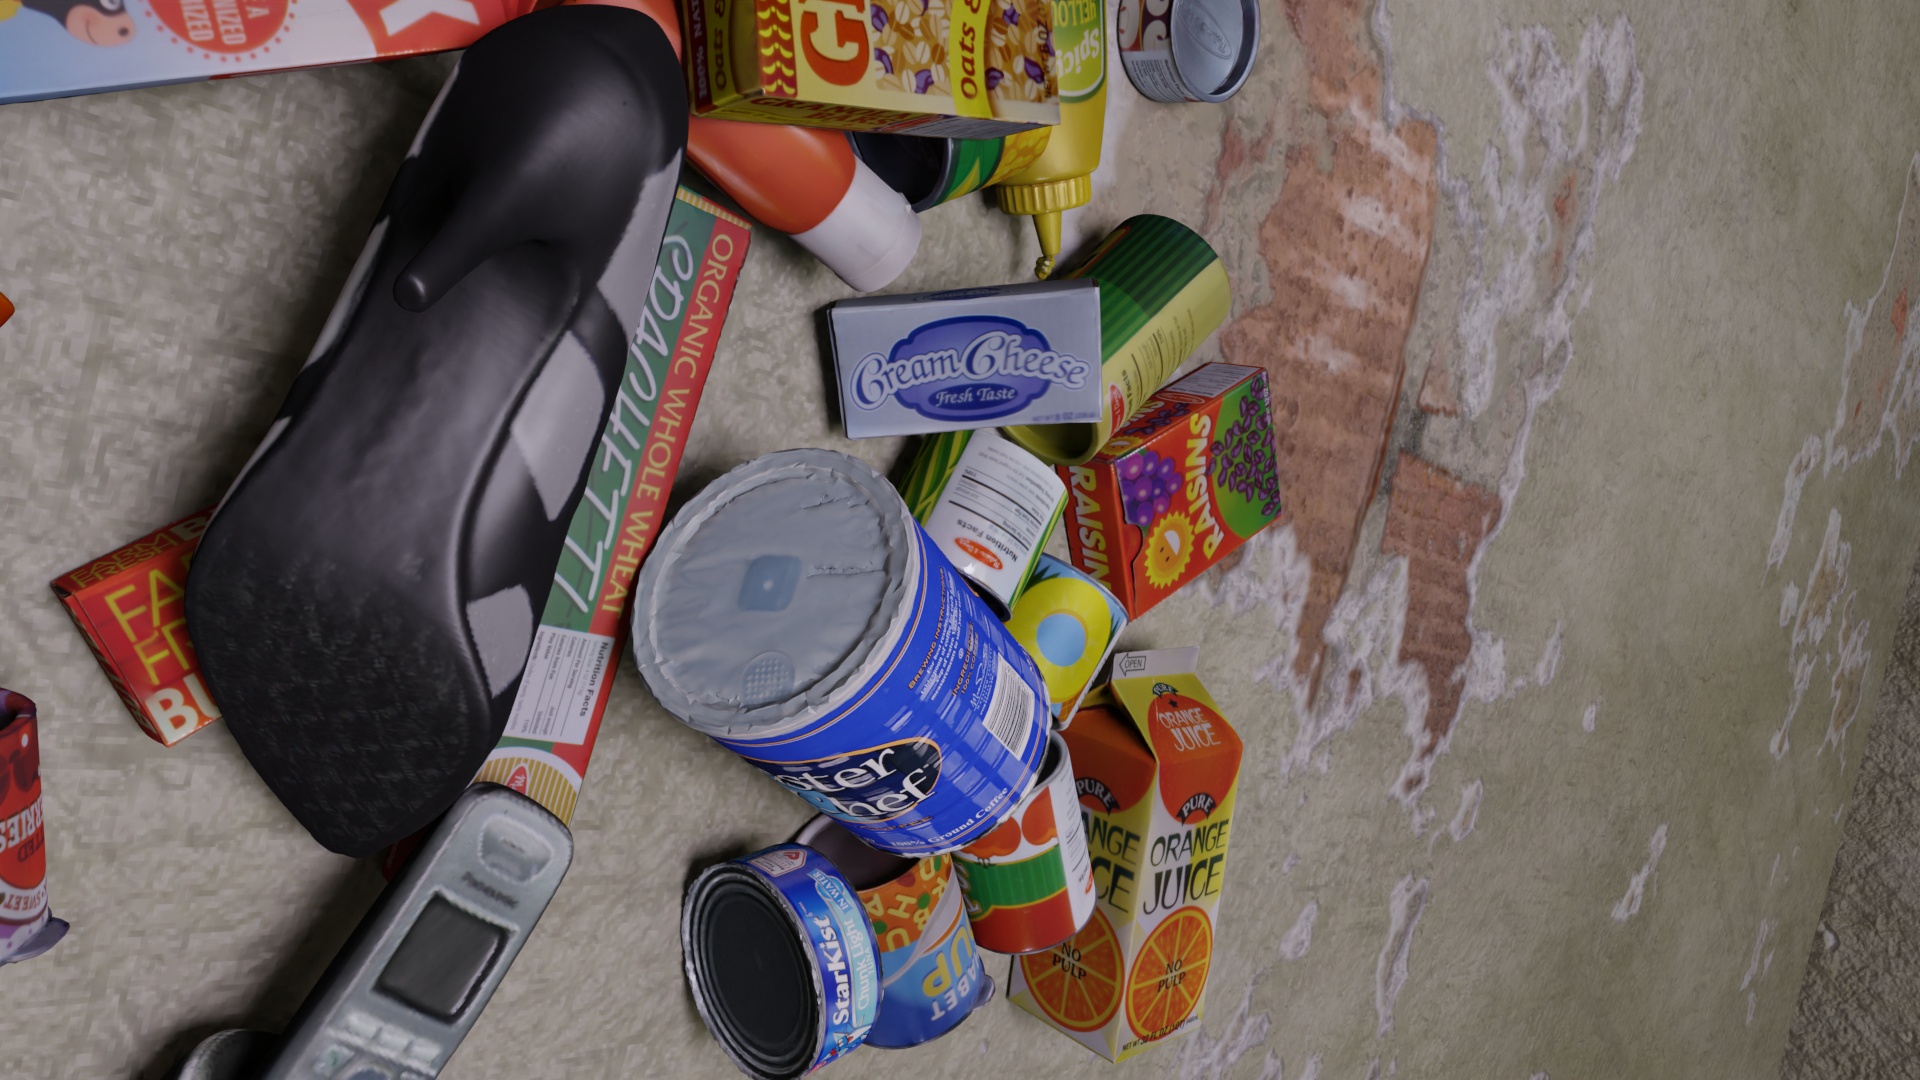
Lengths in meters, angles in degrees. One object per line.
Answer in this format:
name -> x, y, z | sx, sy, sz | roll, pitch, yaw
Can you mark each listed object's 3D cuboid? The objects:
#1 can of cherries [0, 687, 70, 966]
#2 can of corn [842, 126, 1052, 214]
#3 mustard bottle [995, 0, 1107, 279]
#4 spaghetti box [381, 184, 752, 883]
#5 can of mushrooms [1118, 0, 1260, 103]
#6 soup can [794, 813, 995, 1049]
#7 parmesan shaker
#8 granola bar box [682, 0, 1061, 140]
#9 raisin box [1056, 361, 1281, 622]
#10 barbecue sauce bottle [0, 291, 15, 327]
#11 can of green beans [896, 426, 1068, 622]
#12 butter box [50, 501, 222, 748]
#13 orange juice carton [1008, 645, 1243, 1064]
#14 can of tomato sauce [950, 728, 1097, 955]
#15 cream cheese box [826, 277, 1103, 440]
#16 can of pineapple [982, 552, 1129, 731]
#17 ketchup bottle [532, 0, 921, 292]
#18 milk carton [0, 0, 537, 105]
can of cherries -> -0.257, 0.071, 0.336 | 0.072, 0.071, 0.058 | -7, 105, -43
can of corn -> -0.008, -0.160, 0.522 | 0.058, 0.071, 0.071 | -30, 121, -36
mustard bottle -> 0.031, -0.185, 0.563 | 0.065, 0.049, 0.159 | -25, 118, -36
spaghetti box -> -0.131, 0.001, 0.469 | 0.050, 0.029, 0.250 | 18, 88, -46
can of mushrooms -> 0.106, -0.236, 0.635 | 0.071, 0.033, 0.070 | -14, 110, -41
soup can -> -0.028, 0.159, 0.584 | 0.072, 0.071, 0.083 | -33, 122, -34
parmesan shaker -> 0.063, -0.088, 0.612 | 0.103, 0.071, 0.071 | -45, 129, -28
granola bar box -> -0.030, -0.212, 0.427 | 0.124, 0.039, 0.165 | -10, 97, -43
raisin box -> 0.106, -0.027, 0.688 | 0.124, 0.040, 0.085 | -30, 122, -35
barbecue sauce bottle -> -0.282, -0.011, 0.307 | 0.149, 0.043, 0.064 | -55, 131, -20
can of green beans -> 0.003, -0.007, 0.571 | 0.071, 0.071, 0.058 | 42, 68, -43
butter box -> -0.199, 0.011, 0.408 | 0.104, 0.024, 0.053 | -34, 124, -33
orange juice carton -> 0.085, 0.147, 0.690 | 0.072, 0.073, 0.192 | -1, 101, -44
can of tomato sauce -> 0.021, 0.134, 0.630 | 0.071, 0.071, 0.082 | -31, 121, -35
cream cheese box -> 0.003, -0.070, 0.540 | 0.104, 0.024, 0.053 | -4, 111, 3
can of pineapple -> 0.031, 0.042, 0.614 | 0.071, 0.071, 0.058 | 46, 69, -41
ketchup bottle -> -0.072, -0.138, 0.459 | 0.043, 0.065, 0.148 | -43, 132, 14
milk carton -> -0.183, -0.153, 0.345 | 0.191, 0.072, 0.073 | -24, 117, -38
